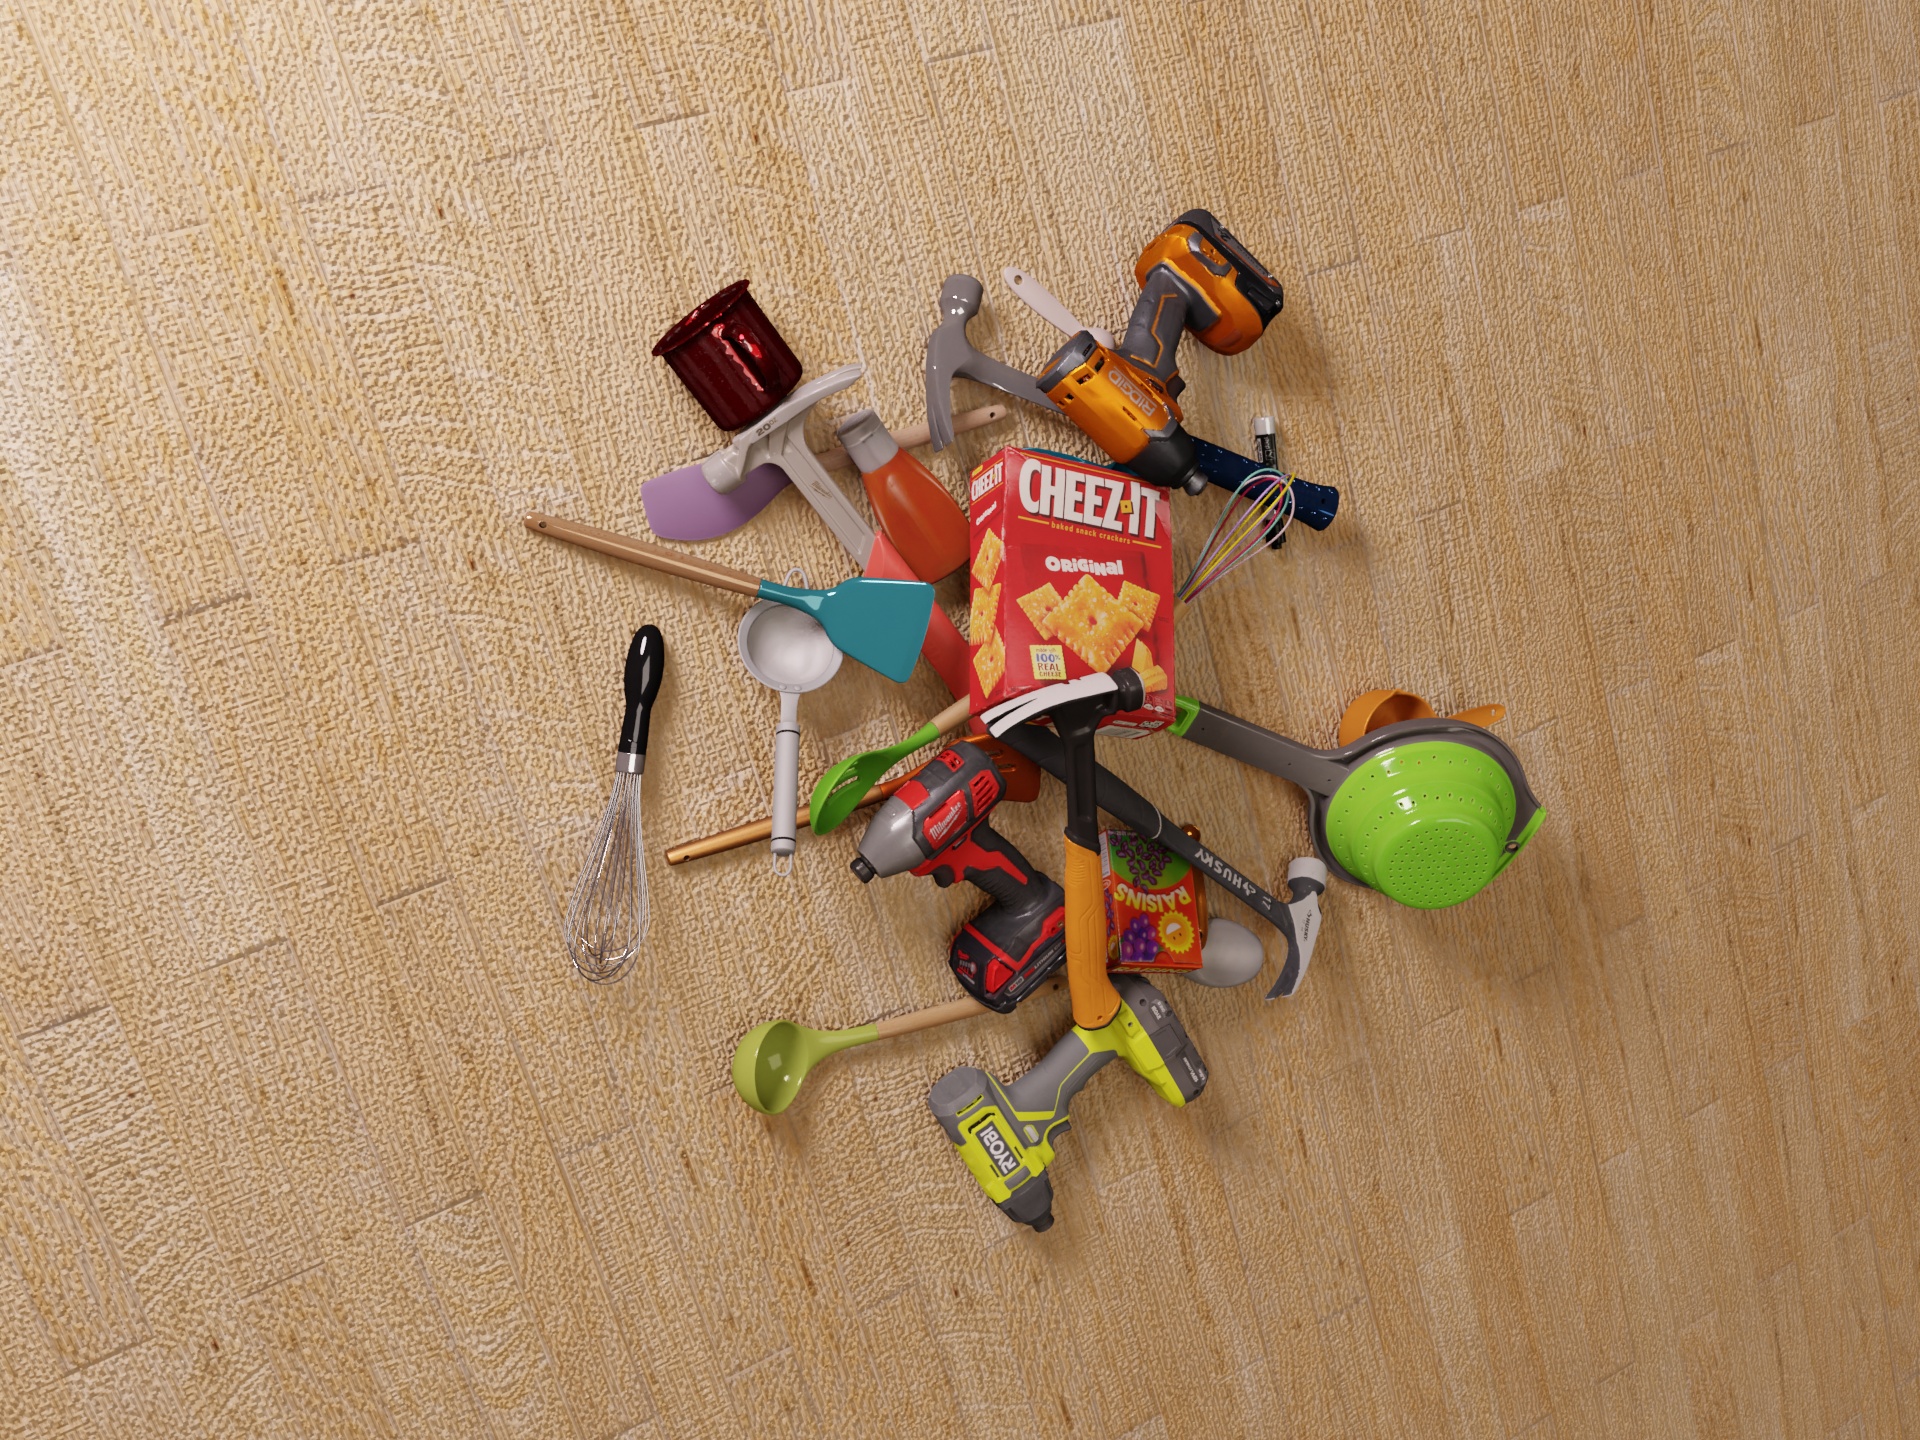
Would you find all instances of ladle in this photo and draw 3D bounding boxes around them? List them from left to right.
[{"bbox_3d":[-0.043,0.265,1.363,0.320,0.062,0.078,-10,103,-24],"label":"ladle"}]

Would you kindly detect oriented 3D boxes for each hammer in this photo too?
[{"bbox_3d":[-0.043,-0.112,1.290,0.149,0.037,0.358,-31,118,16],"label":"hammer"},{"bbox_3d":[0.093,0.120,1.289,0.127,0.034,0.336,-16,122,-16],"label":"hammer"},{"bbox_3d":[0.153,-0.241,1.366,0.405,0.035,0.144,17,77,-22],"label":"hammer"},{"bbox_3d":[0.177,0.102,1.386,0.408,0.036,0.149,35,53,-27],"label":"hammer"}]

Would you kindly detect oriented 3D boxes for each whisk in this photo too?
[{"bbox_3d":[-0.262,0.065,1.245,0.070,0.070,0.284,9,89,-23],"label":"whisk"},{"bbox_3d":[0.206,-0.122,1.384,0.051,0.047,0.245,31,106,-33],"label":"whisk"}]

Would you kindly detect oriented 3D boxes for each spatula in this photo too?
[{"bbox_3d":[-0.181,-0.111,1.235,0.317,0.044,0.082,15,98,-13],"label":"spatula"},{"bbox_3d":[-0.104,-0.209,1.294,0.316,0.018,0.059,-20,110,-18],"label":"spatula"},{"bbox_3d":[-0.086,0.071,1.326,0.322,0.041,0.081,-17,124,-18],"label":"spatula"}]

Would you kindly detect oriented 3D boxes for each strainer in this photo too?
[{"bbox_3d":[-0.137,0.002,1.252,0.087,0.050,0.259,6,63,-13],"label":"strainer"}]

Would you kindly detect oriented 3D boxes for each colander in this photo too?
[{"bbox_3d":[0.355,0.077,1.448,0.397,0.095,0.204,21,122,-13],"label":"colander"}]

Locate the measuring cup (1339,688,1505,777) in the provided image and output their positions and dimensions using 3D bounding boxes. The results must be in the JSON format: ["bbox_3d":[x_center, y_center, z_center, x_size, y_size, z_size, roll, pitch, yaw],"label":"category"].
[{"bbox_3d":[0.443,0.005,1.533,0.173,0.052,0.095,-13,102,-23],"label":"measuring cup"}]

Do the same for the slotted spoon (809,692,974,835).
[{"bbox_3d":[-0.002,-0.004,1.293,0.314,0.031,0.070,-33,153,-24],"label":"slotted spoon"}]

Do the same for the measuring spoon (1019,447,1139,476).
[{"bbox_3d":[0.104,-0.217,1.384,0.128,0.021,0.042,10,90,-14],"label":"measuring spoon"}]

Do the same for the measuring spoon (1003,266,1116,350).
[{"bbox_3d":[0.086,-0.346,1.355,0.124,0.018,0.034,35,83,-22],"label":"measuring spoon"}]

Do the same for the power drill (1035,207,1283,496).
[{"bbox_3d":[0.179,-0.300,1.325,0.164,0.084,0.226,41,62,-12],"label":"power drill"}]

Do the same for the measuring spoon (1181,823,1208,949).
[{"bbox_3d":[0.213,0.153,1.457,0.021,0.011,0.117,4,74,-21],"label":"measuring spoon"}]

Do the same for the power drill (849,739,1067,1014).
[{"bbox_3d":[0.005,0.135,1.324,0.143,0.079,0.219,-40,124,-13],"label":"power drill"}]

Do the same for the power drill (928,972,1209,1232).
[{"bbox_3d":[0.102,0.340,1.424,0.223,0.080,0.171,-35,109,-11],"label":"power drill"}]
